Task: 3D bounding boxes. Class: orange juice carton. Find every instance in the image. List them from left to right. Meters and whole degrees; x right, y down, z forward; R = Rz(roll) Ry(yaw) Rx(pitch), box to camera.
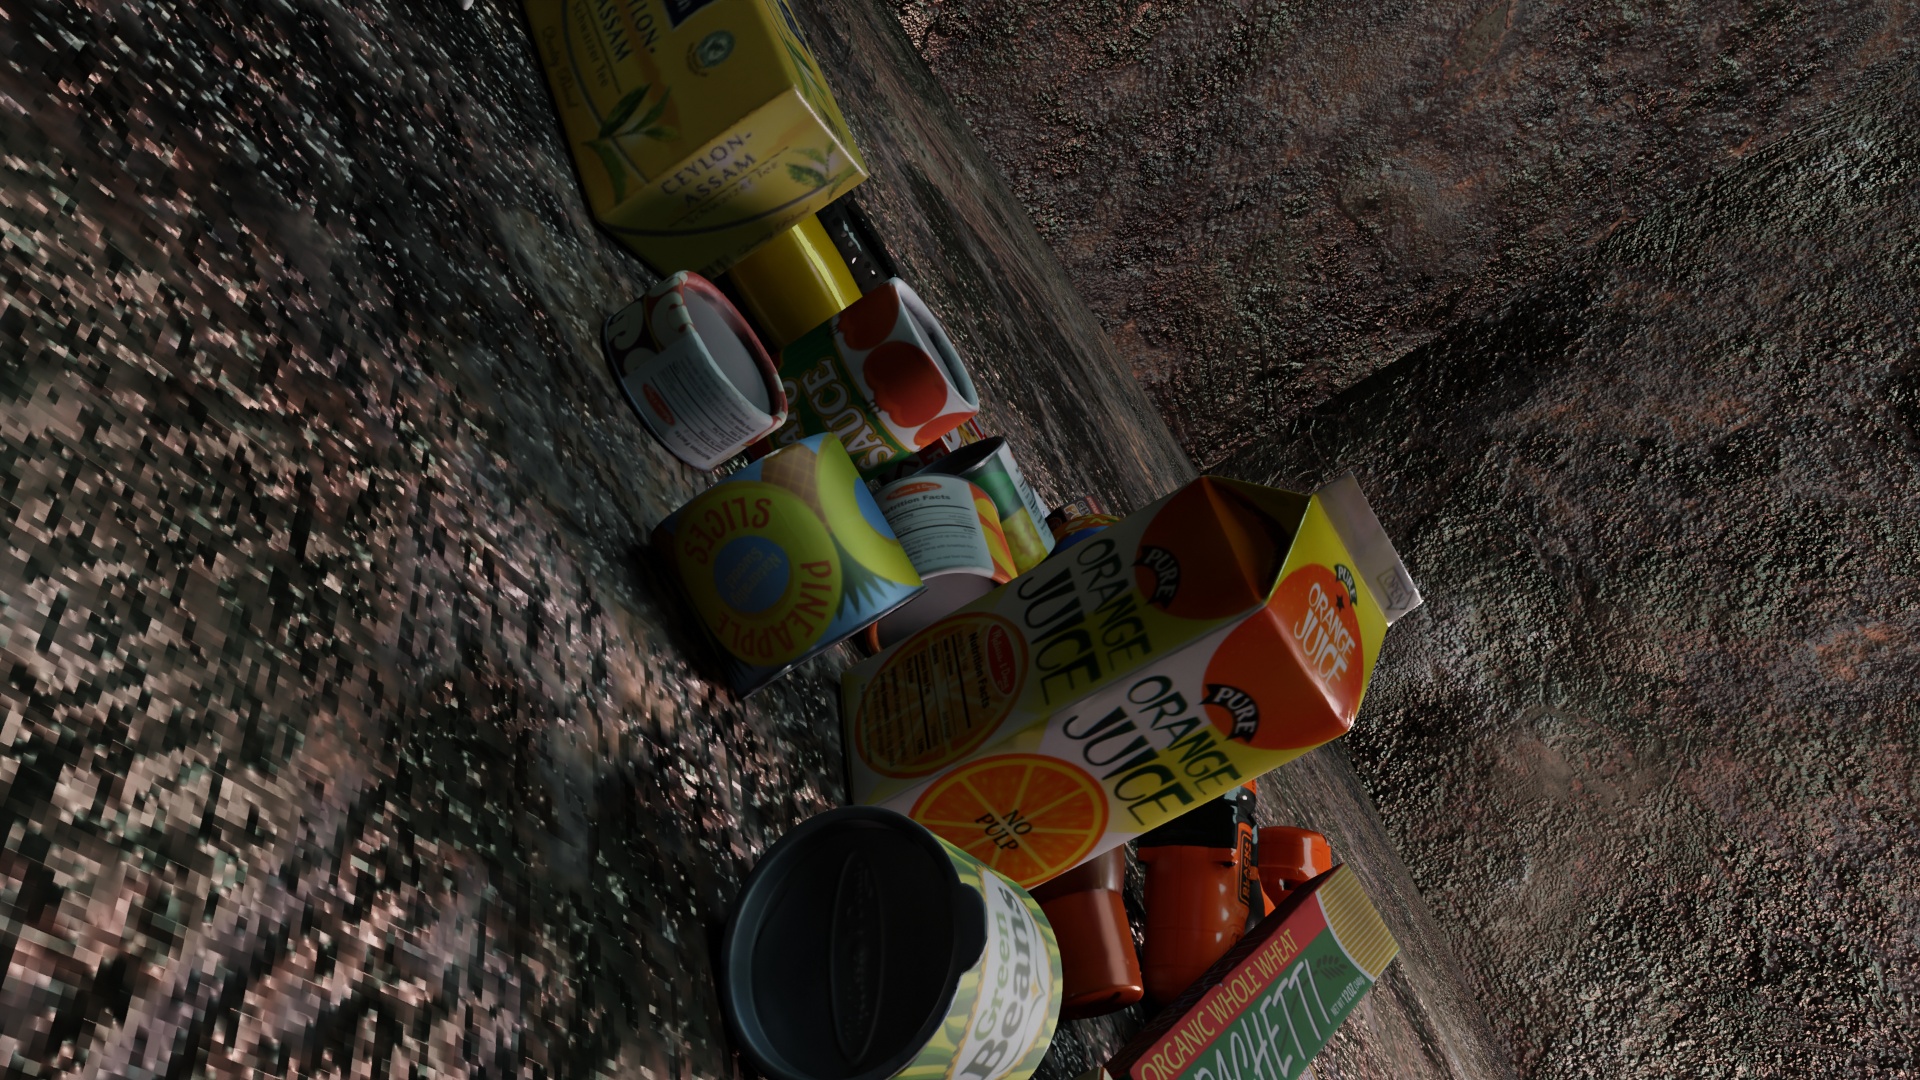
[{"bbox_3d":[0.059,0.045,0.475,0.071,0.192,0.073,52,15,-35],"label":"orange juice carton"}]

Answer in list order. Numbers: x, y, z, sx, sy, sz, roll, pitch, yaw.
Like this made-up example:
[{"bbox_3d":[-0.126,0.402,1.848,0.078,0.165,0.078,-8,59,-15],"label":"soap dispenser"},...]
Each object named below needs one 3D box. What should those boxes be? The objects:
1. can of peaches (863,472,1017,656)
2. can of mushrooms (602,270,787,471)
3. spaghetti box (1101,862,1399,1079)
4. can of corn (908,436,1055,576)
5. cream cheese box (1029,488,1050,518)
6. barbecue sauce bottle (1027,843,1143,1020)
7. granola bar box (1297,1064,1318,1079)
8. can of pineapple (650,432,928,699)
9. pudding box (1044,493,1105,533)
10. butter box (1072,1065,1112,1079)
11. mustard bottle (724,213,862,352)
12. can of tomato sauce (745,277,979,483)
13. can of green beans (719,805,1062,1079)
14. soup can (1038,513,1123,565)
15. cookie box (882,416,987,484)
[{"bbox_3d":[-0.010,0.017,0.566,0.071,0.071,0.058,49,16,-40],"label":"can of peaches"},{"bbox_3d":[-0.094,-0.062,0.499,0.071,0.033,0.071,54,14,-20],"label":"can of mushrooms"},{"bbox_3d":[0.126,0.197,0.581,0.251,0.028,0.050,-10,65,-57],"label":"spaghetti box"},{"bbox_3d":[0.002,-0.008,0.671,0.058,0.071,0.071,62,11,-13],"label":"can of corn"},{"bbox_3d":[0.069,0.017,0.961,0.103,0.024,0.053,54,12,-23],"label":"cream cheese box"},{"bbox_3d":[0.038,0.111,0.554,0.044,0.064,0.149,8,51,-27],"label":"barbecue sauce bottle"},{"bbox_3d":[0.153,0.297,0.609,0.124,0.039,0.166,34,28,-60],"label":"granola bar box"},{"bbox_3d":[-0.053,0.008,0.423,0.058,0.071,0.071,59,12,2],"label":"can of pineapple"},{"bbox_3d":[0.066,0.010,0.857,0.050,0.030,0.083,63,-26,9],"label":"pudding box"},{"bbox_3d":[0.043,0.209,0.421,0.053,0.024,0.103,59,13,1],"label":"butter box"},{"bbox_3d":[-0.075,-0.116,0.658,0.160,0.049,0.065,59,13,-4],"label":"mustard bottle"},{"bbox_3d":[-0.044,-0.058,0.567,0.071,0.083,0.071,55,13,-19],"label":"can of tomato sauce"},{"bbox_3d":[-0.015,0.105,0.341,0.057,0.071,0.071,44,19,-51],"label":"can of green beans"},{"bbox_3d":[0.073,0.027,0.671,0.071,0.071,0.084,57,7,-12],"label":"soup can"},{"bbox_3d":[-0.009,-0.041,0.763,0.167,0.040,0.123,58,13,-11],"label":"cookie box"}]
